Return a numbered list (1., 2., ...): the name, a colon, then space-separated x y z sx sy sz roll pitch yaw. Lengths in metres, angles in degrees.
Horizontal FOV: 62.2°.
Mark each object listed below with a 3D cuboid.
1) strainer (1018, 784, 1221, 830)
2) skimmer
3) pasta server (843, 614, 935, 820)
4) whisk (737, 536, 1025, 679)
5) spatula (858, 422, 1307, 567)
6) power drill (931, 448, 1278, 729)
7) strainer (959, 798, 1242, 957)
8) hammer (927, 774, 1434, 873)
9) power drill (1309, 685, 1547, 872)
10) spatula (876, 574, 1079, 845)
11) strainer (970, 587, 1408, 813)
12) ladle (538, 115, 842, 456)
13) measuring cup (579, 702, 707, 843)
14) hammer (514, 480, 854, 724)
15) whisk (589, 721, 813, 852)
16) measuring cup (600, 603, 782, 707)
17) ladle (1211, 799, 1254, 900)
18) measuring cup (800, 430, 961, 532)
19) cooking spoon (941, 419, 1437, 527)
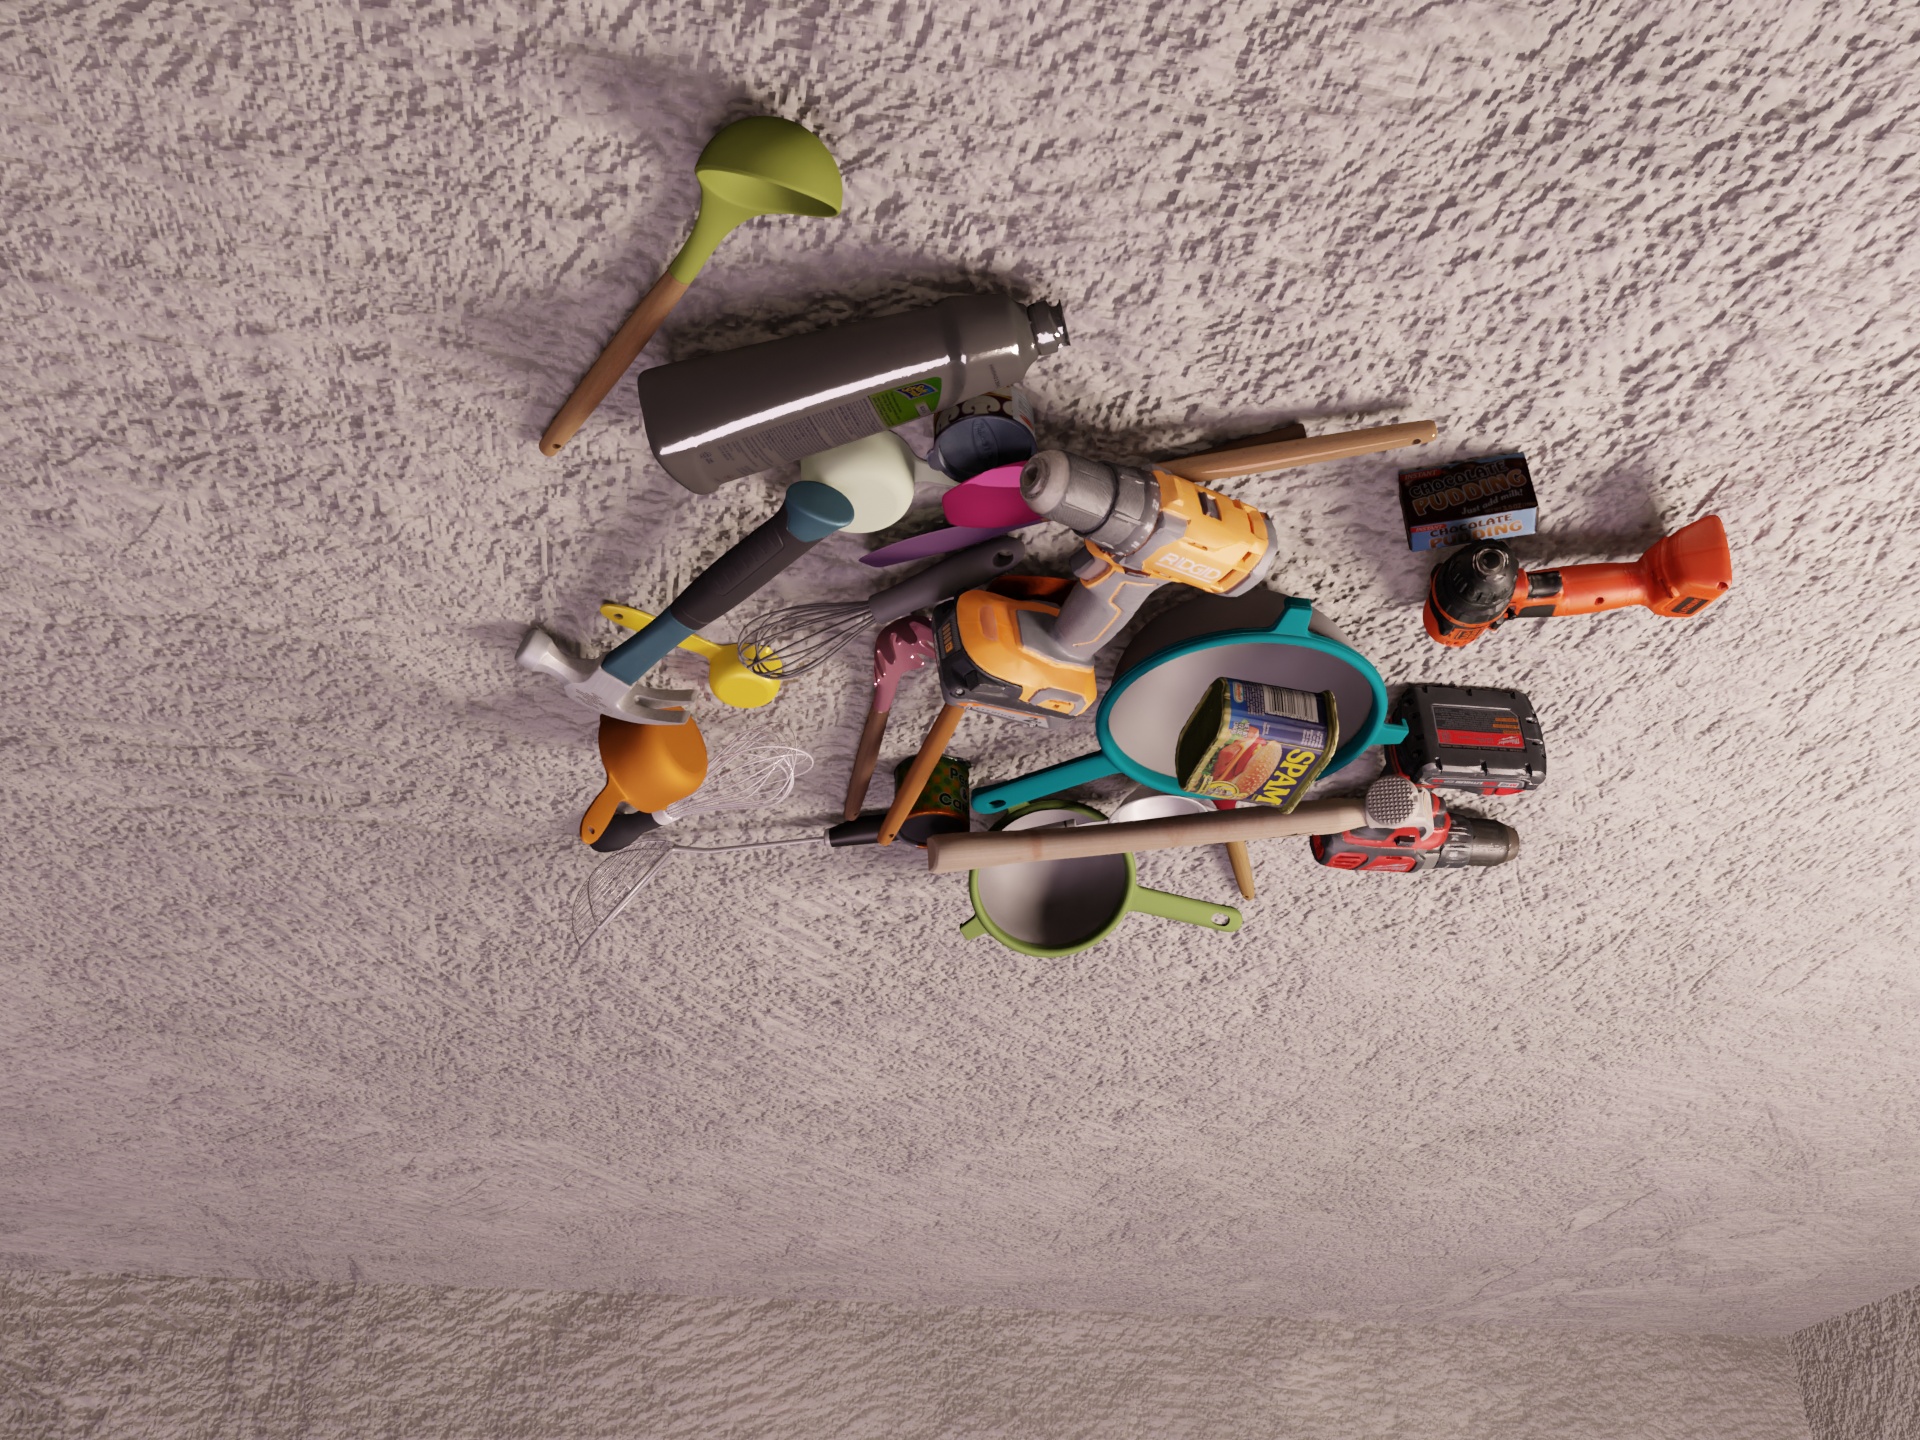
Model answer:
1. strainer: 0.103 0.090 1.372 0.258 0.050 0.086 -12 149 5
2. skimmer: -0.175 0.142 1.444 0.363 0.090 0.127 -7 -174 3
3. pasta server: -0.065 0.008 1.293 0.060 0.040 0.316 -24 156 -25
4. whisk: -0.061 -0.084 1.155 0.239 0.055 0.055 -21 141 20
5. spatula: 0.077 -0.148 1.076 0.316 0.018 0.059 -15 172 17
6. power drill: 0.069 -0.089 1.049 0.185 0.084 0.226 14 143 -34
7. strainer: 0.130 0.146 1.448 0.256 0.069 0.151 14 105 -10
8. hammer: 0.168 0.092 1.284 0.410 0.038 0.146 -7 168 22
9. power drill: 0.418 0.065 1.358 0.188 0.080 0.226 4 149 -6
10. spatula: -0.002 -0.004 1.239 0.081 0.041 0.322 3 135 -29
11. strainer: 0.152 -0.014 1.216 0.340 0.095 0.210 -20 140 29
12. ladle: -0.173 -0.233 0.920 0.078 0.062 0.320 10 149 -37
13. measuring cup: -0.246 0.042 1.231 0.052 0.174 0.095 -25 110 17
14. hammer: -0.187 -0.080 1.120 0.128 0.033 0.331 34 140 -25
15. whisk: -0.232 0.069 1.367 0.284 0.070 0.070 -24 140 38
16. measuring cup: -0.206 -0.049 1.212 0.156 0.029 0.062 23 139 -34
17. ladle: 0.244 0.098 1.435 0.069 0.031 0.315 10 155 22
18. measuring cup: -0.023 -0.152 1.055 0.167 0.038 0.083 5 145 -8
19. cooking spoon: 0.146 -0.161 1.026 0.319 0.017 0.068 -9 153 5
